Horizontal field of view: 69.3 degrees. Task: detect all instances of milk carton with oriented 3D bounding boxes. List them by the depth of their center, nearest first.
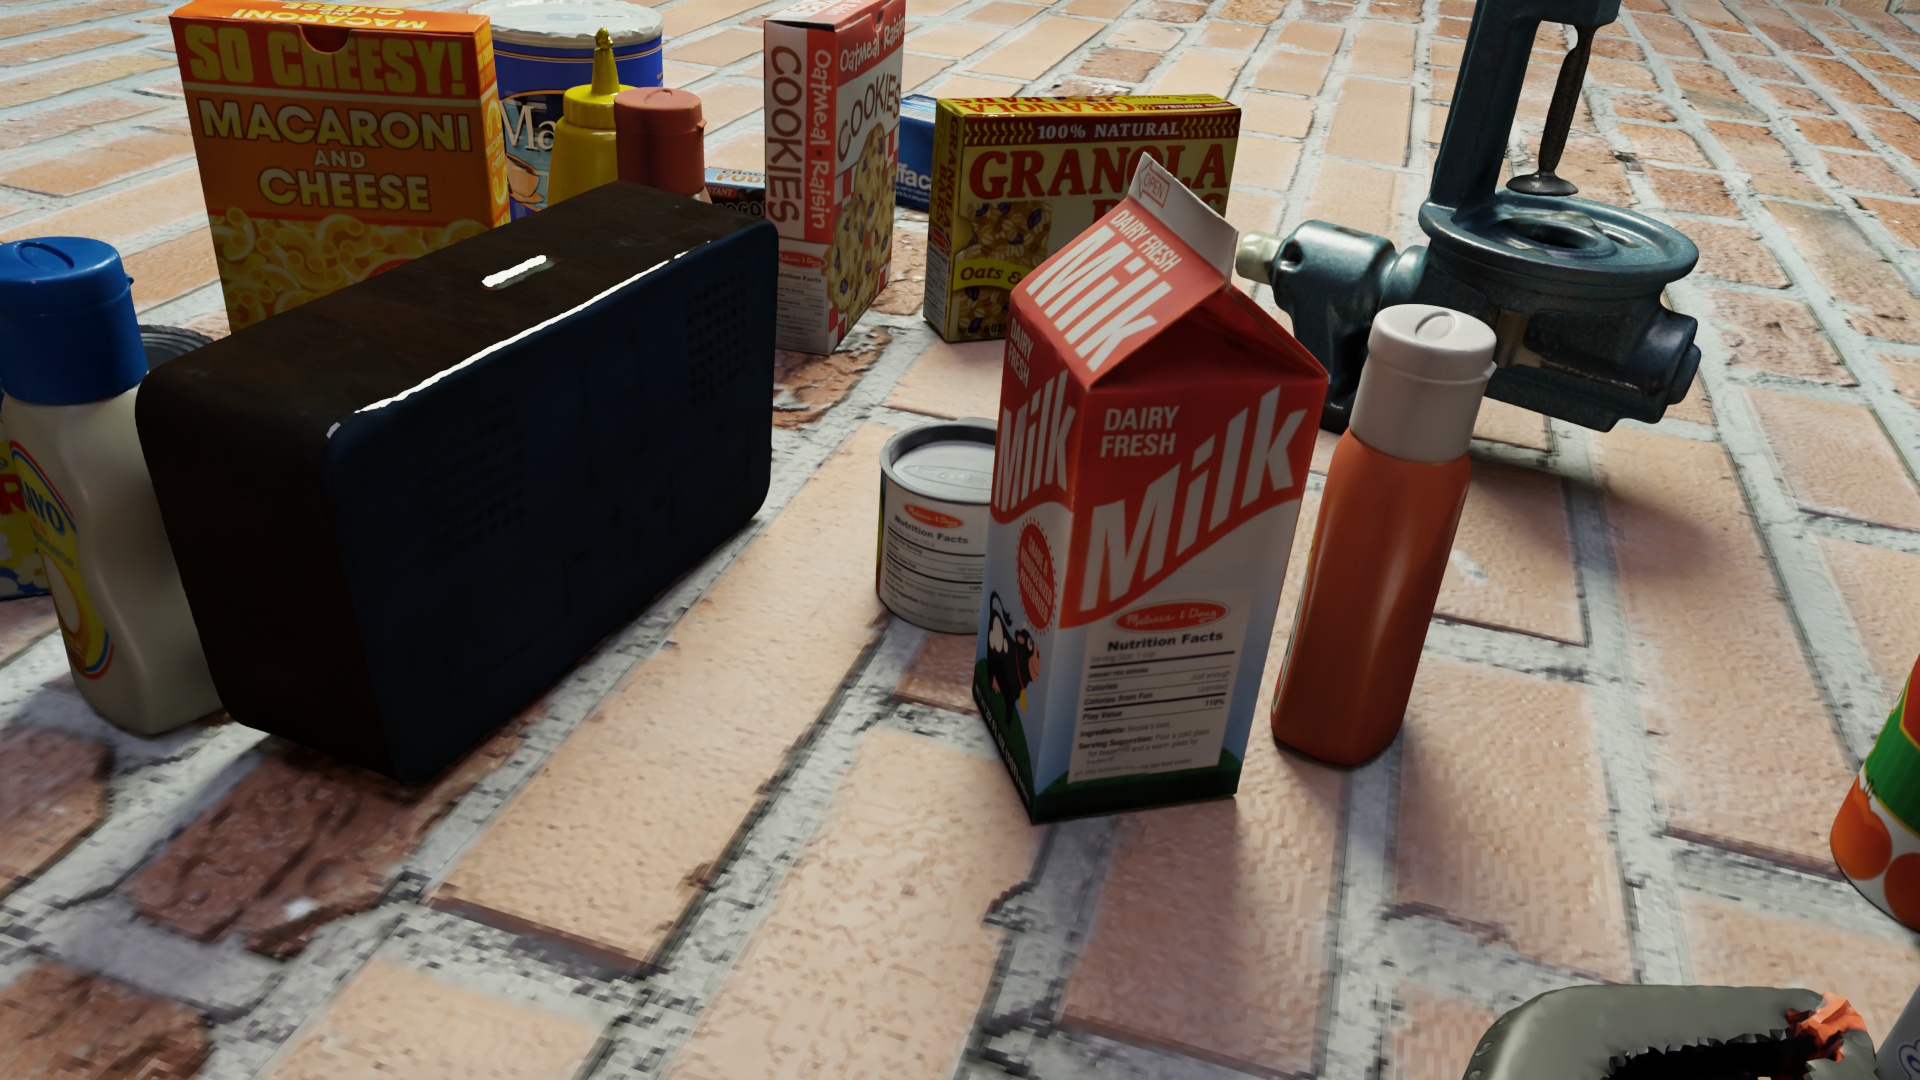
[{"bbox_3d":[0.053,-0.013,0.420,0.073,0.189,0.072,-4,32,-15],"label":"milk carton"}]

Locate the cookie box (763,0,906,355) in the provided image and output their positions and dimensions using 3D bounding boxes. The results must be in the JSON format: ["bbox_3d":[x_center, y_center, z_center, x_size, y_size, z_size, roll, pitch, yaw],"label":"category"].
[{"bbox_3d":[-0.065,-0.199,0.736,0.040,0.166,0.123,10,31,9],"label":"cookie box"}]

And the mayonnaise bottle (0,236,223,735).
[{"bbox_3d":[-0.258,-0.015,0.419,0.065,0.147,0.041,26,37,32],"label":"mayonnaise bottle"}]

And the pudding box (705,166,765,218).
[{"bbox_3d":[-0.116,-0.194,0.835,0.084,0.049,0.030,8,31,4],"label":"pudding box"}]

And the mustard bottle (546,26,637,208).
[{"bbox_3d":[-0.168,-0.168,0.675,0.049,0.159,0.065,28,37,33],"label":"mustard bottle"}]

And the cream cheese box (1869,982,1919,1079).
[{"bbox_3d":[0.251,0.152,0.306,0.024,0.053,0.104,-3,32,-13],"label":"cream cheese box"}]

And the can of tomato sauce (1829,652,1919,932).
[{"bbox_3d":[0.313,0.072,0.421,0.071,0.082,0.071,4,31,-2],"label":"can of tomato sauce"}]

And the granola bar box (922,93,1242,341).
[{"bbox_3d":[0.066,-0.178,0.762,0.166,0.123,0.039,-8,33,-21],"label":"granola bar box"}]

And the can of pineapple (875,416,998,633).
[{"bbox_3d":[0.002,-0.007,0.530,0.071,0.057,0.071,4,31,-2],"label":"can of pineapple"}]

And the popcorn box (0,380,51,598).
[{"bbox_3d":[-0.362,-0.020,0.473,0.127,0.084,0.038,-9,33,-23],"label":"popcorn box"}]

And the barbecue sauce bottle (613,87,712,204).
[{"bbox_3d":[-0.131,-0.121,0.614,0.044,0.147,0.065,6,31,1],"label":"barbecue sauce bottle"}]

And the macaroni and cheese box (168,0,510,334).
[{"bbox_3d":[-0.270,-0.151,0.627,0.124,0.165,0.040,1,31,-6],"label":"macaroni and cheese box"}]

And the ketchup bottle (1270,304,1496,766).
[{"bbox_3d":[0.138,-0.001,0.453,0.043,0.148,0.065,20,34,23],"label":"ketchup bottle"}]
